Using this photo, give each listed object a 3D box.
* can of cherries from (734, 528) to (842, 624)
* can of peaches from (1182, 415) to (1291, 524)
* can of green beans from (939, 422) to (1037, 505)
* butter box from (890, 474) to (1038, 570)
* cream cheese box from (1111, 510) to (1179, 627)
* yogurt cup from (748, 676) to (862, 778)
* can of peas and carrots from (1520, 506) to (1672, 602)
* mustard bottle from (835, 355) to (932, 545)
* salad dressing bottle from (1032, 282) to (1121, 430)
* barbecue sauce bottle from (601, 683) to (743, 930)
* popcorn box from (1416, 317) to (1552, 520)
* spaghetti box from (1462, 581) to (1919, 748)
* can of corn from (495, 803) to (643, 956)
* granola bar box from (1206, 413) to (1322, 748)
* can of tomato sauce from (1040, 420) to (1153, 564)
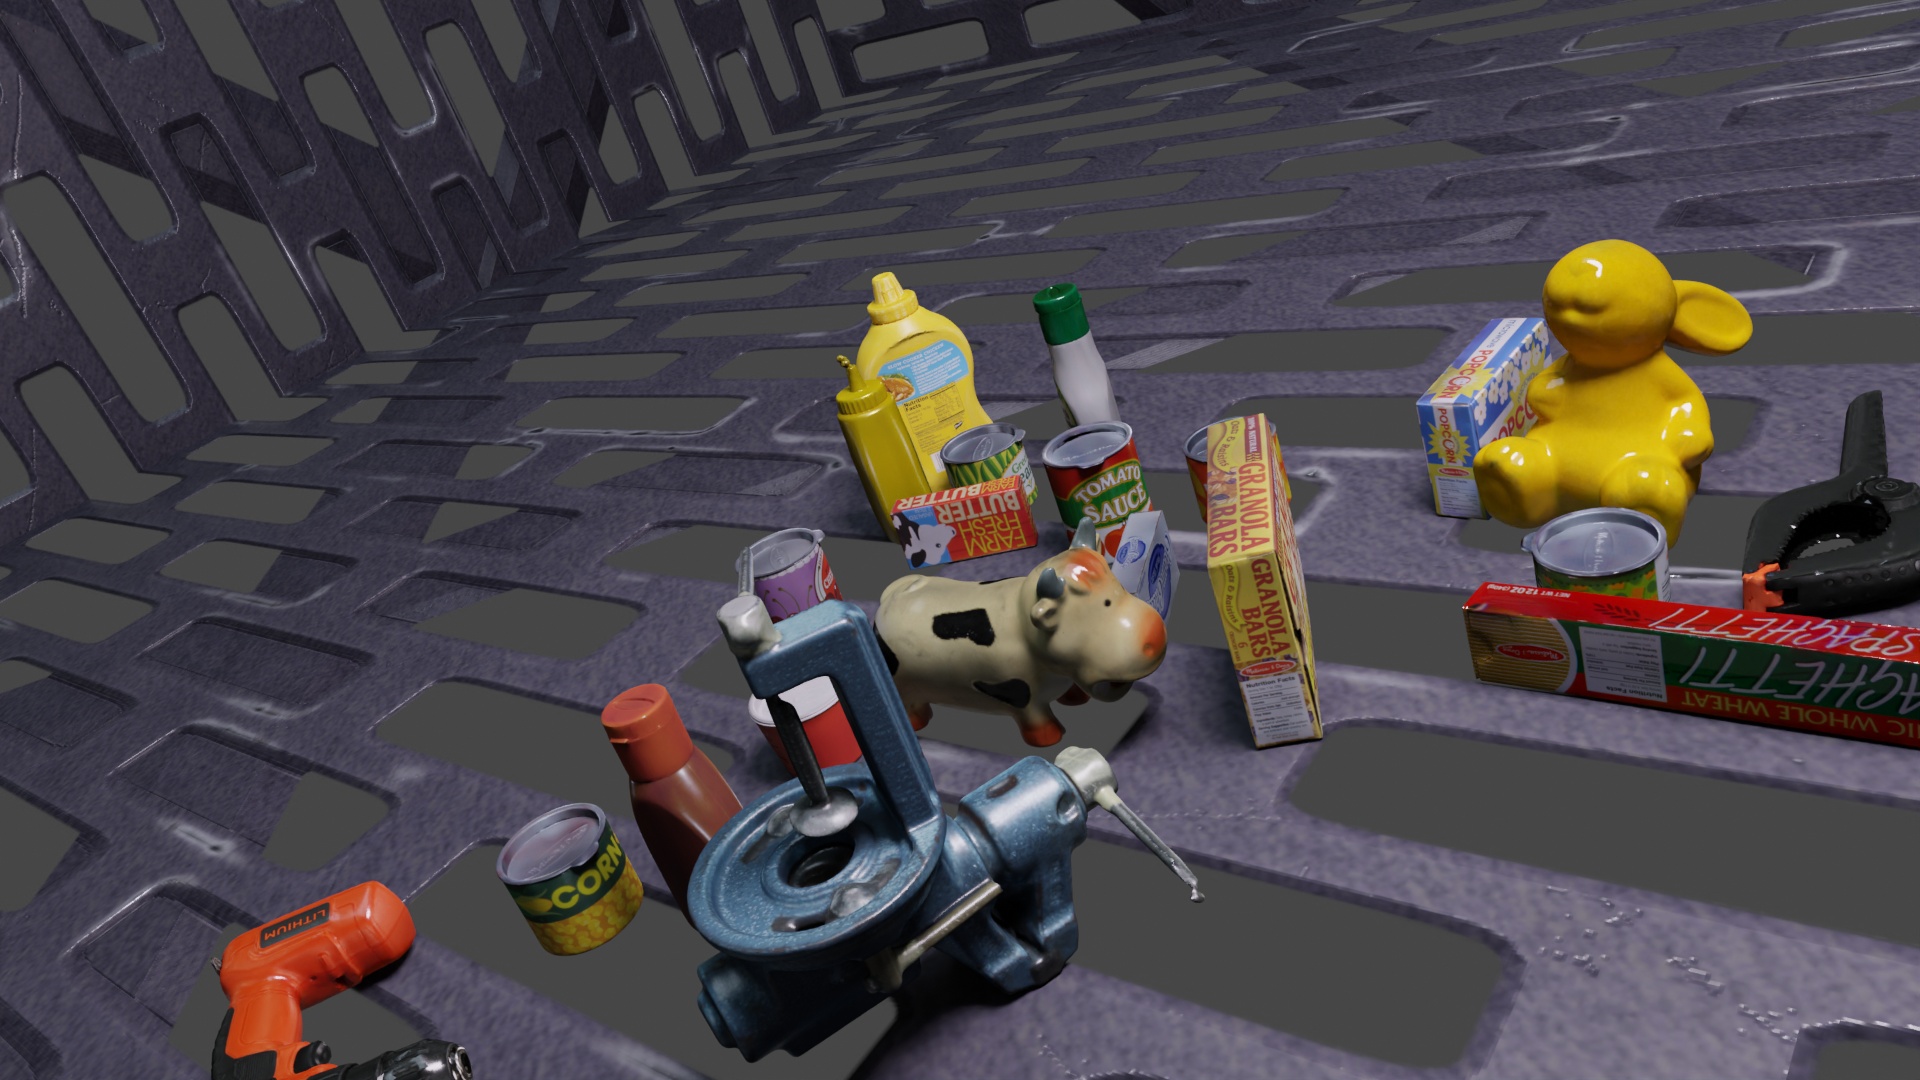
[{"bbox_3d":[-0.127,0.031,1.052,0.071,0.058,0.072,-16,26,8],"label":"can of cherries"},{"bbox_3d":[0.196,-0.047,0.982,0.071,0.057,0.071,-16,26,8],"label":"can of peaches"},{"bbox_3d":[0.023,-0.054,1.113,0.071,0.057,0.071,-16,26,8],"label":"can of green beans"},{"bbox_3d":[0.004,-0.013,1.054,0.103,0.053,0.024,-12,27,16],"label":"butter box"},{"bbox_3d":[0.118,0.029,0.896,0.024,0.053,0.104,-8,28,22],"label":"cream cheese box"},{"bbox_3d":[-0.093,0.114,0.876,0.072,0.053,0.073,-16,26,8],"label":"yogurt cup"},{"bbox_3d":[0.342,0.024,0.746,0.071,0.058,0.071,-16,26,8],"label":"can of peas and carrots"},{"bbox_3d":[-0.063,-0.075,1.097,0.049,0.159,0.065,-25,26,-11],"label":"mustard bottle"},{"bbox_3d":[0.095,-0.132,1.111,0.044,0.147,0.064,-17,26,6],"label":"salad dressing bottle"},{"bbox_3d":[-0.146,0.146,0.744,0.065,0.148,0.044,-2,31,32],"label":"barbecue sauce bottle"},{"bbox_3d":[0.350,-0.082,0.913,0.038,0.085,0.127,7,37,43],"label":"popcorn box"},{"bbox_3d":[0.371,0.060,0.667,0.250,0.050,0.029,6,36,42],"label":"spaghetti box"},{"bbox_3d":[-0.223,0.196,0.803,0.071,0.058,0.071,-16,26,8],"label":"can of corn"},{"bbox_3d":[0.174,0.018,0.798,0.039,0.123,0.166,-12,27,16],"label":"granola bar box"},{"bbox_3d":[0.101,-0.033,0.992,0.071,0.082,0.071,-16,26,8],"label":"can of tomato sauce"}]
